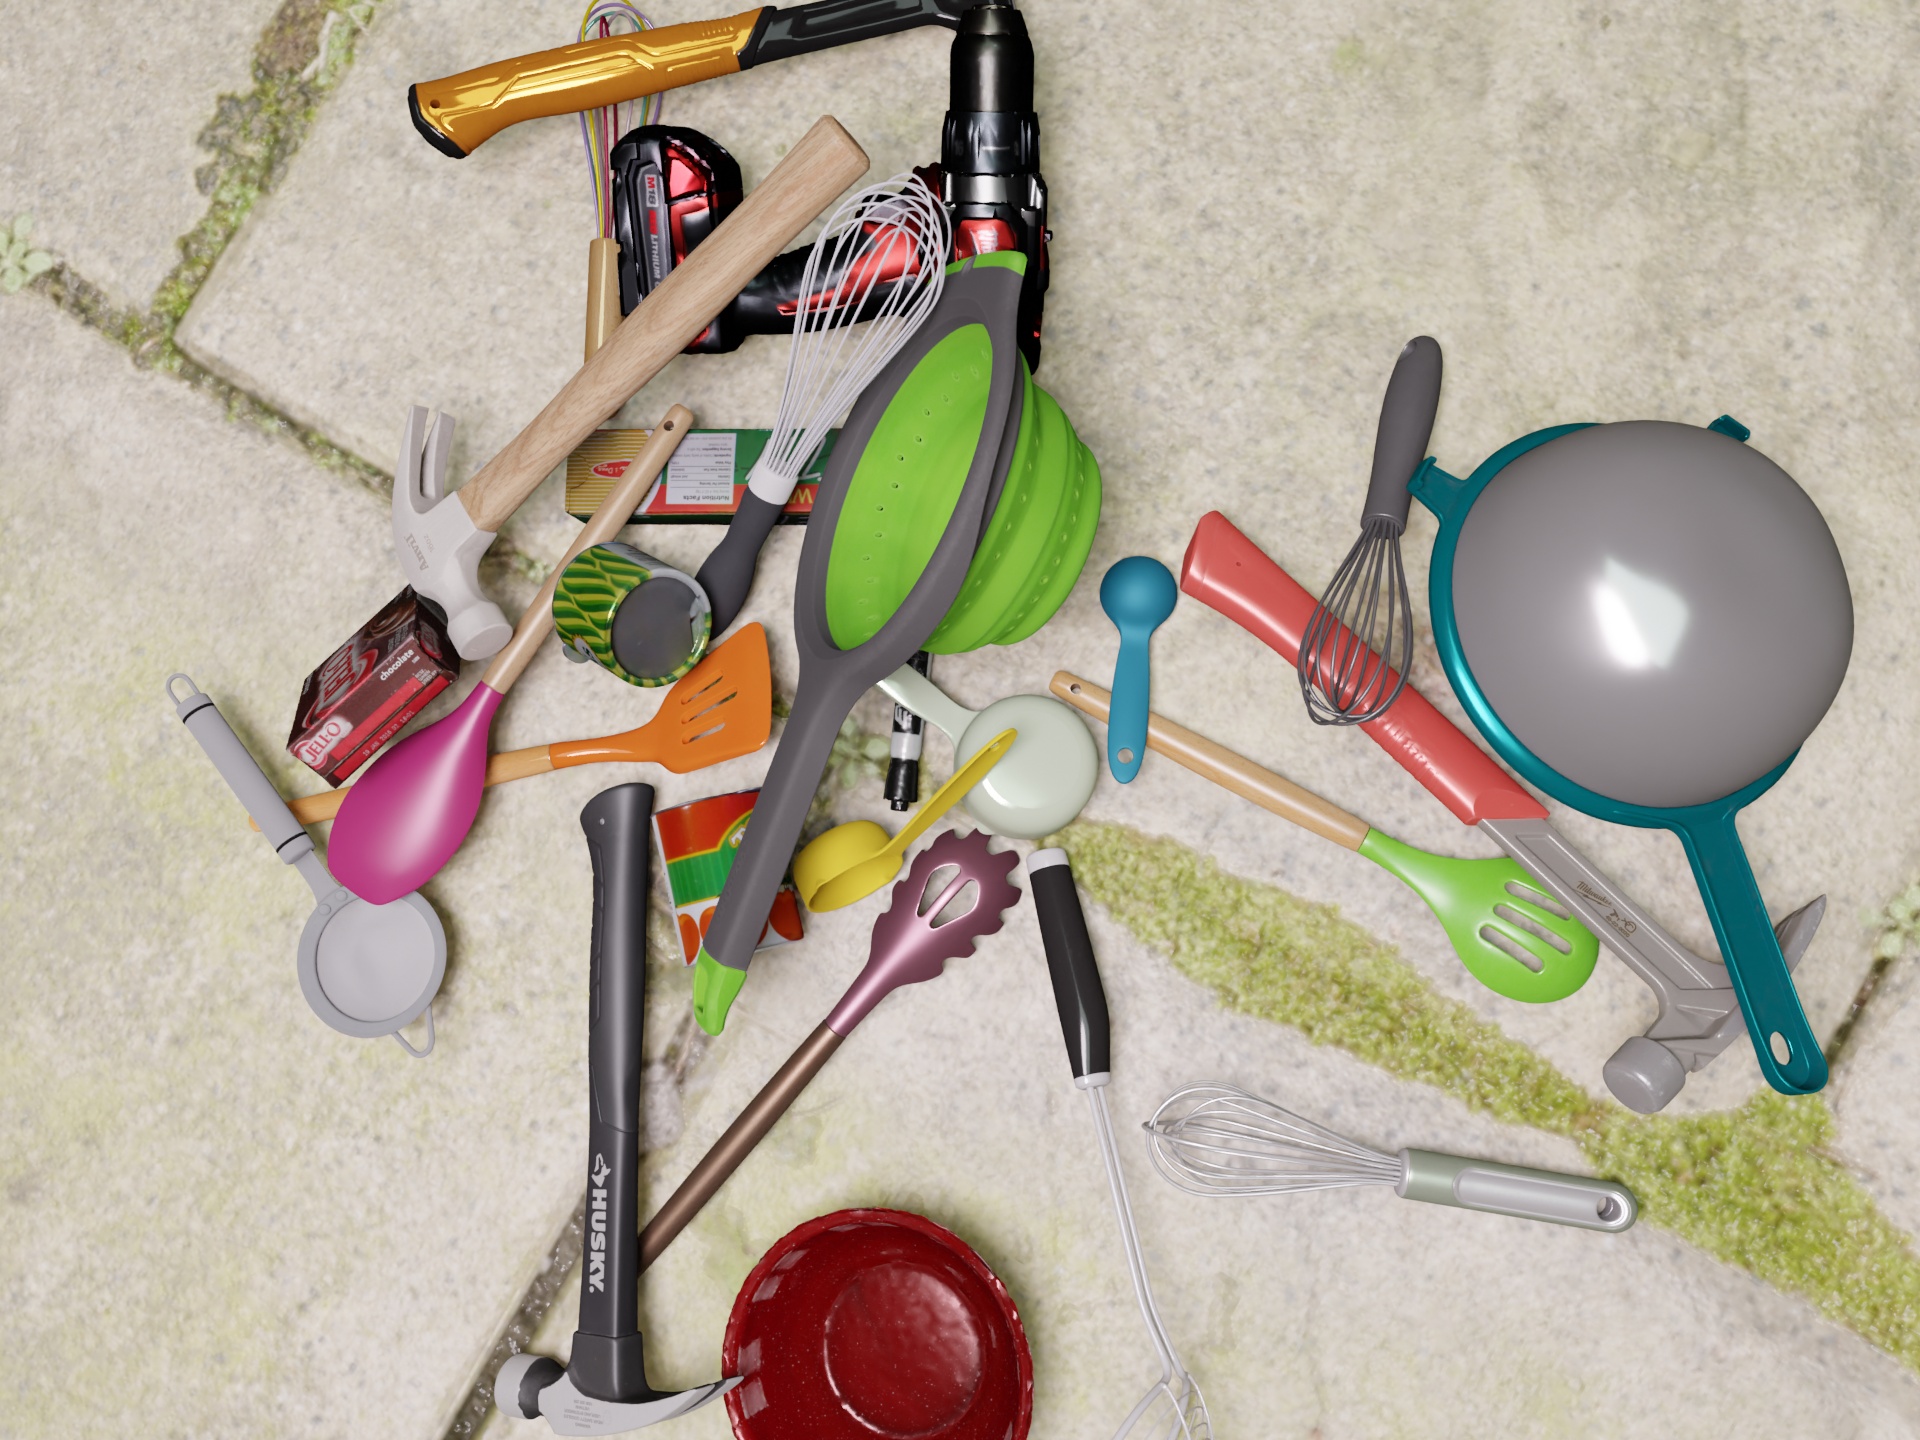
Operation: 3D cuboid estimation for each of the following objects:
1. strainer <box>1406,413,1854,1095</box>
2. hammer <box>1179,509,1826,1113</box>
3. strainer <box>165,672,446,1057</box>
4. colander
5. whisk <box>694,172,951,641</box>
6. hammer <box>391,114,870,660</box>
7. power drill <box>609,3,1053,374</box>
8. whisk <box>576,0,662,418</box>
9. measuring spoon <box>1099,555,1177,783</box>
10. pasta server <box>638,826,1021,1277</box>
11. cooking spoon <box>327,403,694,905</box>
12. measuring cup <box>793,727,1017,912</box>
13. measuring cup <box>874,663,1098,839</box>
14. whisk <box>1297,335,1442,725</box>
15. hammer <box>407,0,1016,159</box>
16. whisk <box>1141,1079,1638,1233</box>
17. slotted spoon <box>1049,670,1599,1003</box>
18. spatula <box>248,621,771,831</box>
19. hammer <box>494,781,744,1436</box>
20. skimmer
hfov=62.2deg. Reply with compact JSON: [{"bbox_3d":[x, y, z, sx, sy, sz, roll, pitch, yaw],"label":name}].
[{"bbox_3d":[0.352,-0.001,0.732,0.211,0.095,0.340,-10,75,-14],"label":"strainer"},{"bbox_3d":[0.254,0.018,0.803,0.149,0.036,0.359,-38,74,-22],"label":"hammer"},{"bbox_3d":[-0.361,0.077,0.880,0.087,0.050,0.258,-37,86,1],"label":"strainer"},{"bbox_3d":[-0.025,-0.026,0.784,0.094,0.205,0.397,21,91,-25],"label":"colander"},{"bbox_3d":[-0.084,-0.151,0.821,0.070,0.070,0.284,38,121,10],"label":"whisk"},{"bbox_3d":[-0.176,-0.183,0.817,0.331,0.031,0.130,-40,71,17],"label":"hammer"},{"bbox_3d":[-0.064,-0.277,0.843,0.226,0.080,0.187,3,112,7],"label":"power drill"},{"bbox_3d":[-0.204,-0.296,0.911,0.051,0.047,0.245,2,87,7],"label":"whisk"},{"bbox_3d":[0.091,-0.030,0.836,0.042,0.021,0.129,4,71,6],"label":"measuring spoon"},{"bbox_3d":[-0.082,0.184,0.851,0.060,0.040,0.316,41,94,10],"label":"pasta server"},{"bbox_3d":[-0.240,-0.040,0.865,0.069,0.017,0.319,34,87,7],"label":"cooking spoon"},{"bbox_3d":[-0.029,0.045,0.821,0.156,0.062,0.029,-44,65,25],"label":"measuring cup"},{"bbox_3d":[-0.001,-0.003,0.836,0.167,0.038,0.083,35,79,0],"label":"measuring cup"},{"bbox_3d":[0.214,-0.101,0.801,0.055,0.055,0.239,14,66,9],"label":"whisk"},{"bbox_3d":[-0.138,-0.380,0.878,0.337,0.034,0.127,-15,94,-3],"label":"hammer"},{"bbox_3d":[0.212,0.224,0.793,0.246,0.059,0.058,9,85,4],"label":"whisk"},{"bbox_3d":[0.185,0.051,0.826,0.314,0.031,0.070,28,82,11],"label":"slotted spoon"},{"bbox_3d":[-0.252,0.020,0.883,0.322,0.041,0.081,-12,59,8],"label":"spatula"},{"bbox_3d":[-0.179,0.200,0.840,0.146,0.035,0.335,-7,77,32],"label":"hammer"},{"bbox_3d":[0.053,0.248,0.797,0.090,0.127,0.363,-19,70,21],"label":"skimmer"}]
